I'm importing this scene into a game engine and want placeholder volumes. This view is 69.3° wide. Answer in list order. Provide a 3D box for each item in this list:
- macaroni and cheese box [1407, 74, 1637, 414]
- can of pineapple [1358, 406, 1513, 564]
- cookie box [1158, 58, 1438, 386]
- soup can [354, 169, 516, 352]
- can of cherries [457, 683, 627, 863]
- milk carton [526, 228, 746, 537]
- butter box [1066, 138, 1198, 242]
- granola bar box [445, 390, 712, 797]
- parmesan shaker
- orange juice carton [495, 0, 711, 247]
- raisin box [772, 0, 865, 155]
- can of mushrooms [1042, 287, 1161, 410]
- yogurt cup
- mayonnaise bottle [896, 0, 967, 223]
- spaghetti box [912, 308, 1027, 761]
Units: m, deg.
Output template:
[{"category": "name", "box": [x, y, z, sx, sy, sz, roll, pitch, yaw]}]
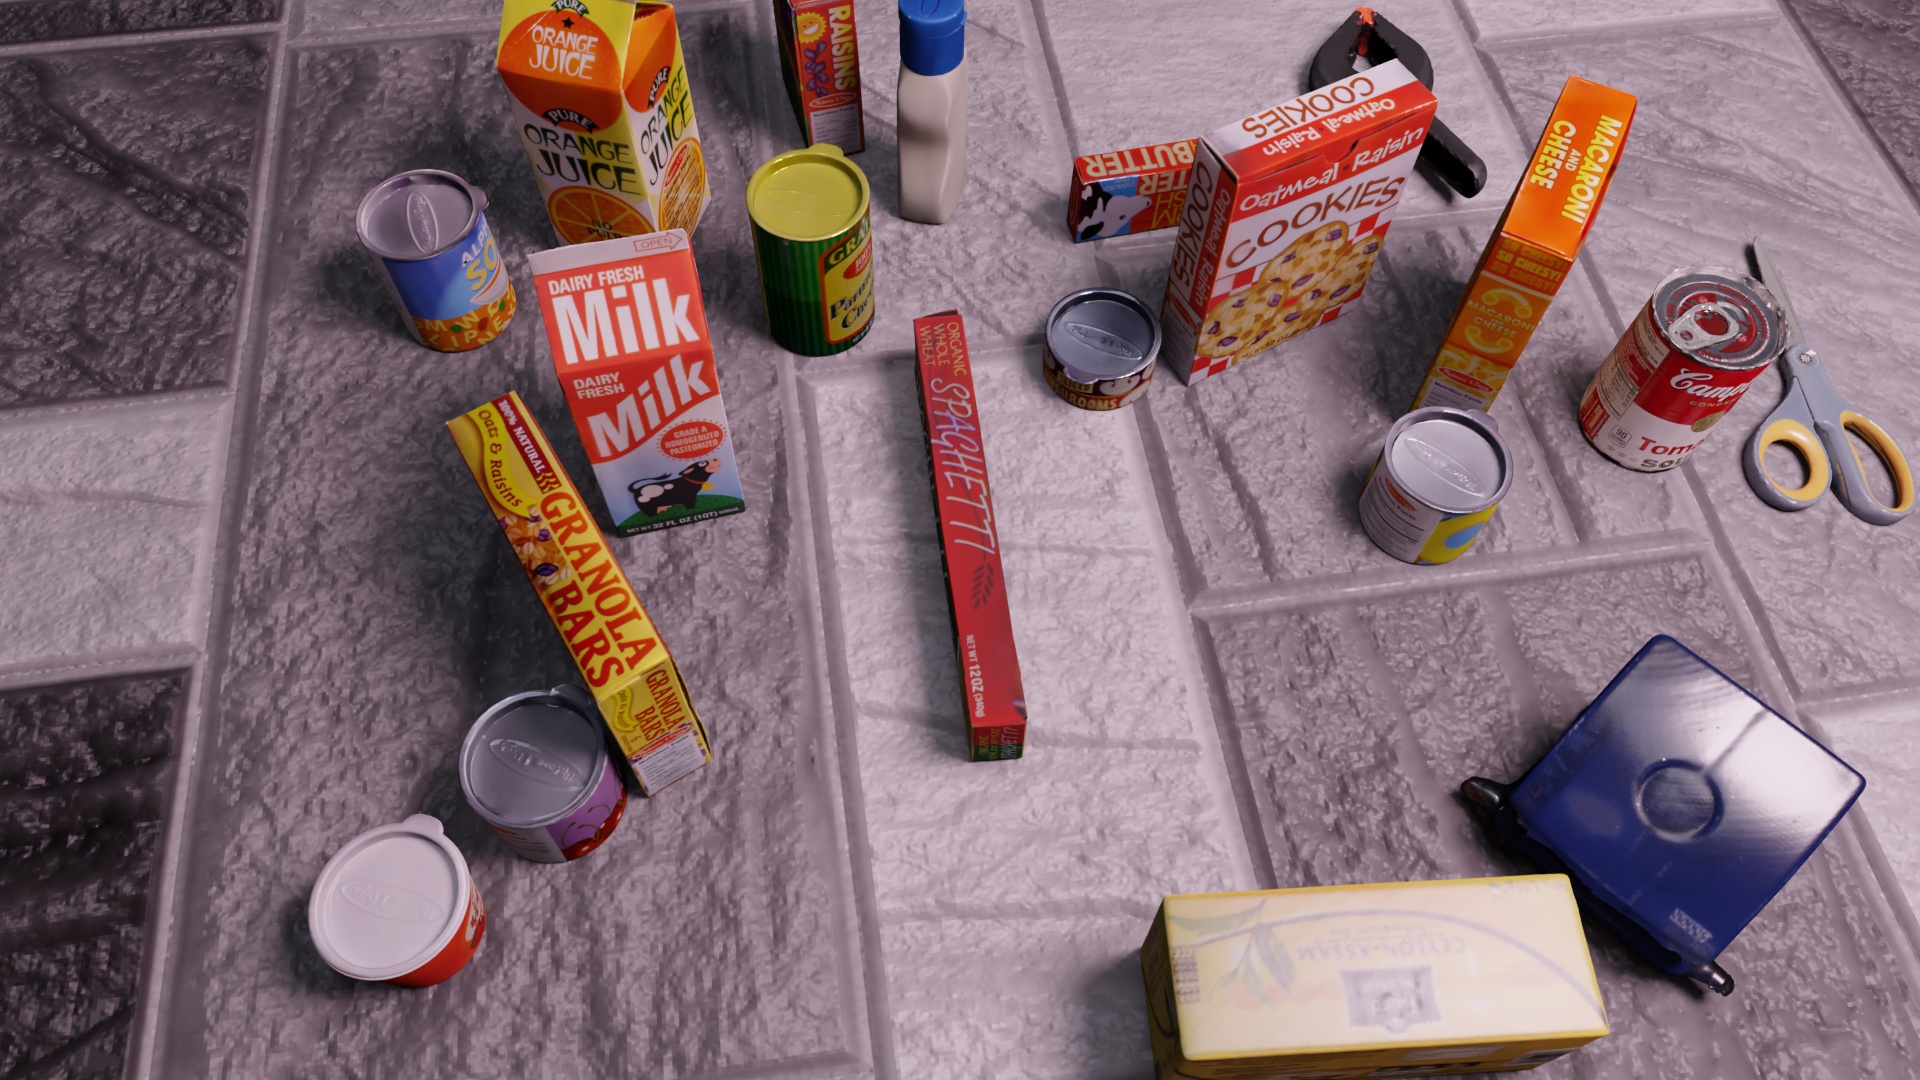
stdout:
[{"category": "macaroni and cheese box", "box": [0.297, -0.143, 0.744, 0.040, 0.165, 0.124, 25, 63, 13]}, {"category": "can of pineapple", "box": [0.253, -0.029, 0.740, 0.071, 0.057, 0.071, 0, 60, -1]}, {"category": "cookie box", "box": [0.177, -0.167, 0.755, 0.123, 0.166, 0.040, -25, 64, -14]}, {"category": "soup can", "box": [-0.293, -0.158, 0.790, 0.071, 0.083, 0.071, 0, 60, -1]}, {"category": "can of cherries", "box": [-0.192, 0.110, 0.652, 0.071, 0.058, 0.072, 0, 60, -1]}, {"category": "milk carton", "box": [-0.157, -0.084, 0.689, 0.072, 0.189, 0.074, -13, 61, -8]}, {"category": "butter box", "box": [0.118, -0.215, 0.847, 0.103, 0.053, 0.024, -11, 61, -7]}, {"category": "granola bar box", "box": [-0.179, 0.027, 0.662, 0.039, 0.123, 0.166, -29, 65, -16]}, {"category": "parmesan shaker", "box": [-0.081, -0.162, 0.785, 0.071, 0.102, 0.071, 0, 60, -1]}, {"category": "orange juice carton", "box": [-0.198, -0.240, 0.776, 0.072, 0.191, 0.073, 14, 61, 7]}, {"category": "raisin box", "box": [-0.091, -0.311, 0.859, 0.040, 0.122, 0.086, -13, 61, -8]}, {"category": "can of mushrooms", "box": [0.079, -0.108, 0.796, 0.071, 0.033, 0.071, 0, 60, -1]}, {"category": "yogurt cup", "box": [-0.247, 0.167, 0.621, 0.072, 0.053, 0.073, 0, 60, -1]}, {"category": "mayonnaise bottle", "box": [-0.017, -0.257, 0.815, 0.041, 0.147, 0.065, 10, 61, 5]}, {"category": "spaghetti box", "box": [0.003, -0.009, 0.729, 0.029, 0.050, 0.251, -6, 60, -4]}]
